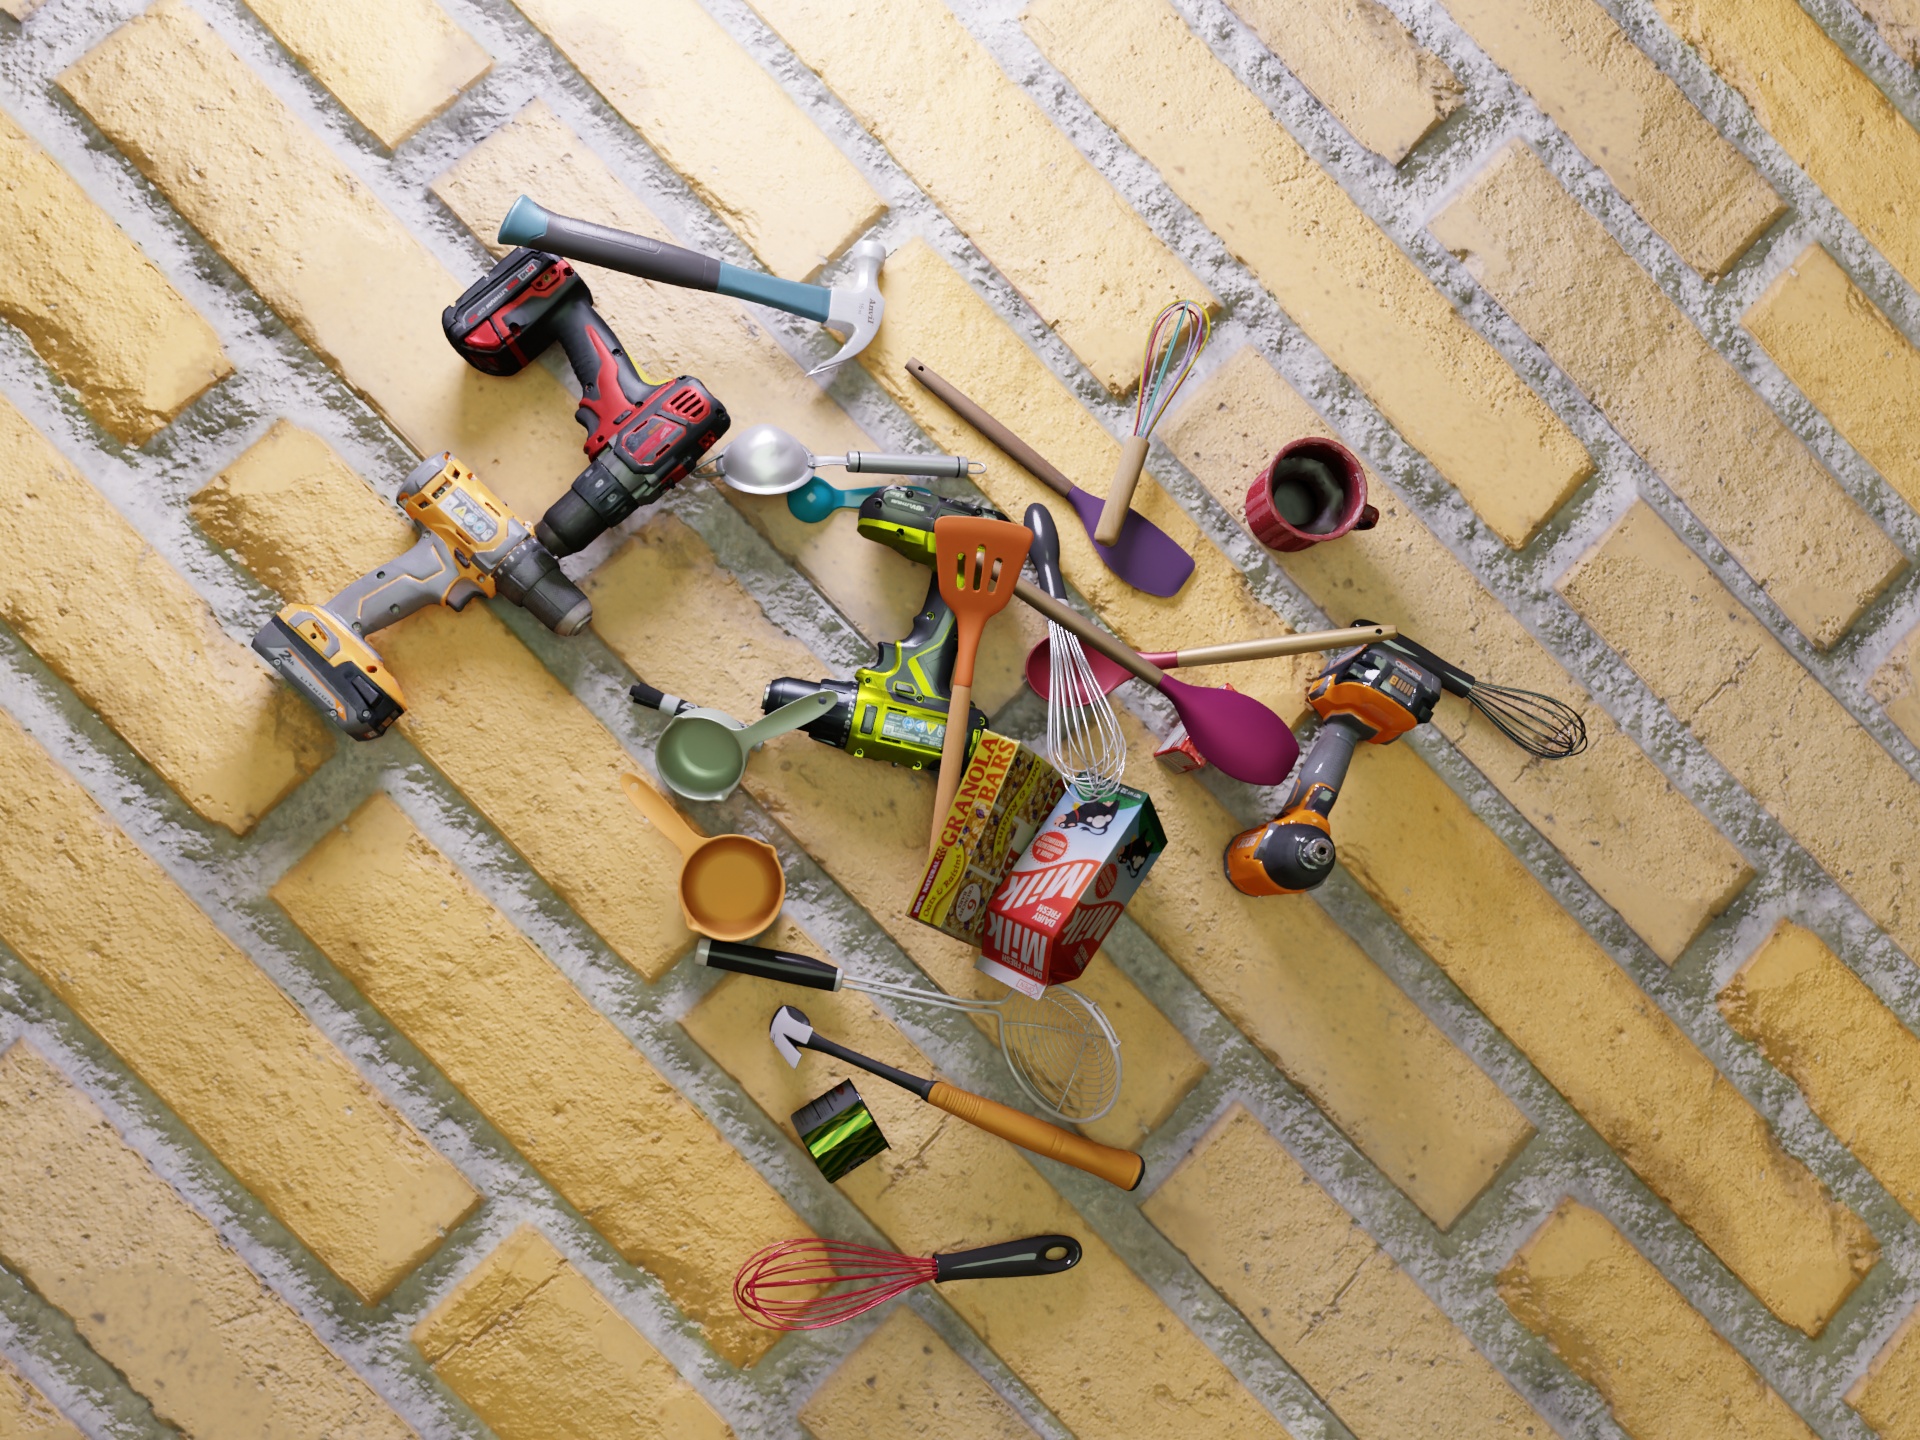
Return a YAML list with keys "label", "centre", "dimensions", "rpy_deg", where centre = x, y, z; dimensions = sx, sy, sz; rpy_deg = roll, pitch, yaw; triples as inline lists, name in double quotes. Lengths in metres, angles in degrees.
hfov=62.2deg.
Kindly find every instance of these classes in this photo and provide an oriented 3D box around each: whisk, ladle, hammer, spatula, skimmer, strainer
- label: "whisk"
  centre: [-0.040, 0.456, 1.316]
  dimensions: [0.295, 0.073, 0.073]
  rpy_deg: [-2, 85, -14]
- label: "whisk"
  centre: [0.459, -0.031, 1.438]
  dimensions: [0.239, 0.055, 0.055]
  rpy_deg: [28, 81, -1]
- label: "whisk"
  centre: [0.169, -0.268, 1.416]
  dimensions: [0.047, 0.051, 0.245]
  rpy_deg: [22, 79, -12]
- label: "ladle"
  centre: [0.212, -0.057, 1.364]
  dimensions: [0.315, 0.031, 0.069]
  rpy_deg: [-6, 79, 14]
- label: "hammer"
  centre: [-0.218, -0.376, 1.332]
  dimensions: [0.330, 0.033, 0.128]
  rpy_deg: [8, 81, -27]
- label: "spatula"
  centre: [0.076, -0.218, 1.416]
  dimensions: [0.316, 0.018, 0.060]
  rpy_deg: [39, 78, -4]
- label: "skimmer"
  centre: [-0.045, 0.246, 1.317]
  dimensions: [0.363, 0.090, 0.127]
  rpy_deg: [12, 121, -4]
- label: "hammer"
  centre: [0.003, 0.317, 1.312]
  dimensions: [0.336, 0.127, 0.034]
  rpy_deg: [25, 83, -11]
- label: "spatula"
  centre: [-0.002, -0.004, 1.305]
  dimensions: [0.081, 0.041, 0.322]
  rpy_deg: [8, 93, -1]
- label: "whisk"
  centre: [0.088, -0.063, 1.358]
  dimensions: [0.070, 0.070, 0.285]
  rpy_deg: [-7, 66, -9]
- label: "strainer"
  centre: [-0.101, -0.227, 1.375]
  dimensions: [0.258, 0.050, 0.087]
  rpy_deg: [0, 45, -16]

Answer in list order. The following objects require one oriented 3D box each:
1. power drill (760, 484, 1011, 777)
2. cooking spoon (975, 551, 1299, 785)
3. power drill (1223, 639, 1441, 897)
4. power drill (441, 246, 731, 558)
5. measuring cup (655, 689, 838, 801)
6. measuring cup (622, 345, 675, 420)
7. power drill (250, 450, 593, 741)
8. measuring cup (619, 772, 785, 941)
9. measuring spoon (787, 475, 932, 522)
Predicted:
- label: "power drill"
  centre: [-0.056, -0.077, 1.353]
  dimensions: [0.190, 0.080, 0.228]
  rpy_deg: [14, 88, -7]
- label: "cooking spoon"
  centre: [0.144, -0.047, 1.320]
  dimensions: [0.319, 0.017, 0.069]
  rpy_deg: [33, 79, -2]
- label: "power drill"
  centre: [0.316, 0.047, 1.352]
  dimensions: [0.084, 0.164, 0.226]
  rpy_deg: [32, 79, -3]
- label: "power drill"
  centre: [-0.327, -0.262, 1.318]
  dimensions: [0.188, 0.080, 0.227]
  rpy_deg: [-43, 84, -6]
- label: "measuring cup"
  centre: [-0.174, 0.008, 1.322]
  dimensions: [0.167, 0.038, 0.083]
  rpy_deg: [-24, 107, 11]
- label: "measuring cup"
  centre: [-0.283, -0.302, 1.368]
  dimensions: [0.062, 0.029, 0.156]
  rpy_deg: [-44, 93, -10]
- label: "power drill"
  centre: [-0.433, -0.084, 1.304]
  dimensions: [0.185, 0.084, 0.226]
  rpy_deg: [43, 76, -3]
- label: "measuring cup"
  centre: [-0.220, 0.109, 1.326]
  dimensions: [0.095, 0.052, 0.173]
  rpy_deg: [-44, 90, -10]
- label: "measuring spoon"
  centre: [-0.087, -0.196, 1.389]
  dimensions: [0.128, 0.021, 0.042]
  rpy_deg: [-3, 85, -8]
